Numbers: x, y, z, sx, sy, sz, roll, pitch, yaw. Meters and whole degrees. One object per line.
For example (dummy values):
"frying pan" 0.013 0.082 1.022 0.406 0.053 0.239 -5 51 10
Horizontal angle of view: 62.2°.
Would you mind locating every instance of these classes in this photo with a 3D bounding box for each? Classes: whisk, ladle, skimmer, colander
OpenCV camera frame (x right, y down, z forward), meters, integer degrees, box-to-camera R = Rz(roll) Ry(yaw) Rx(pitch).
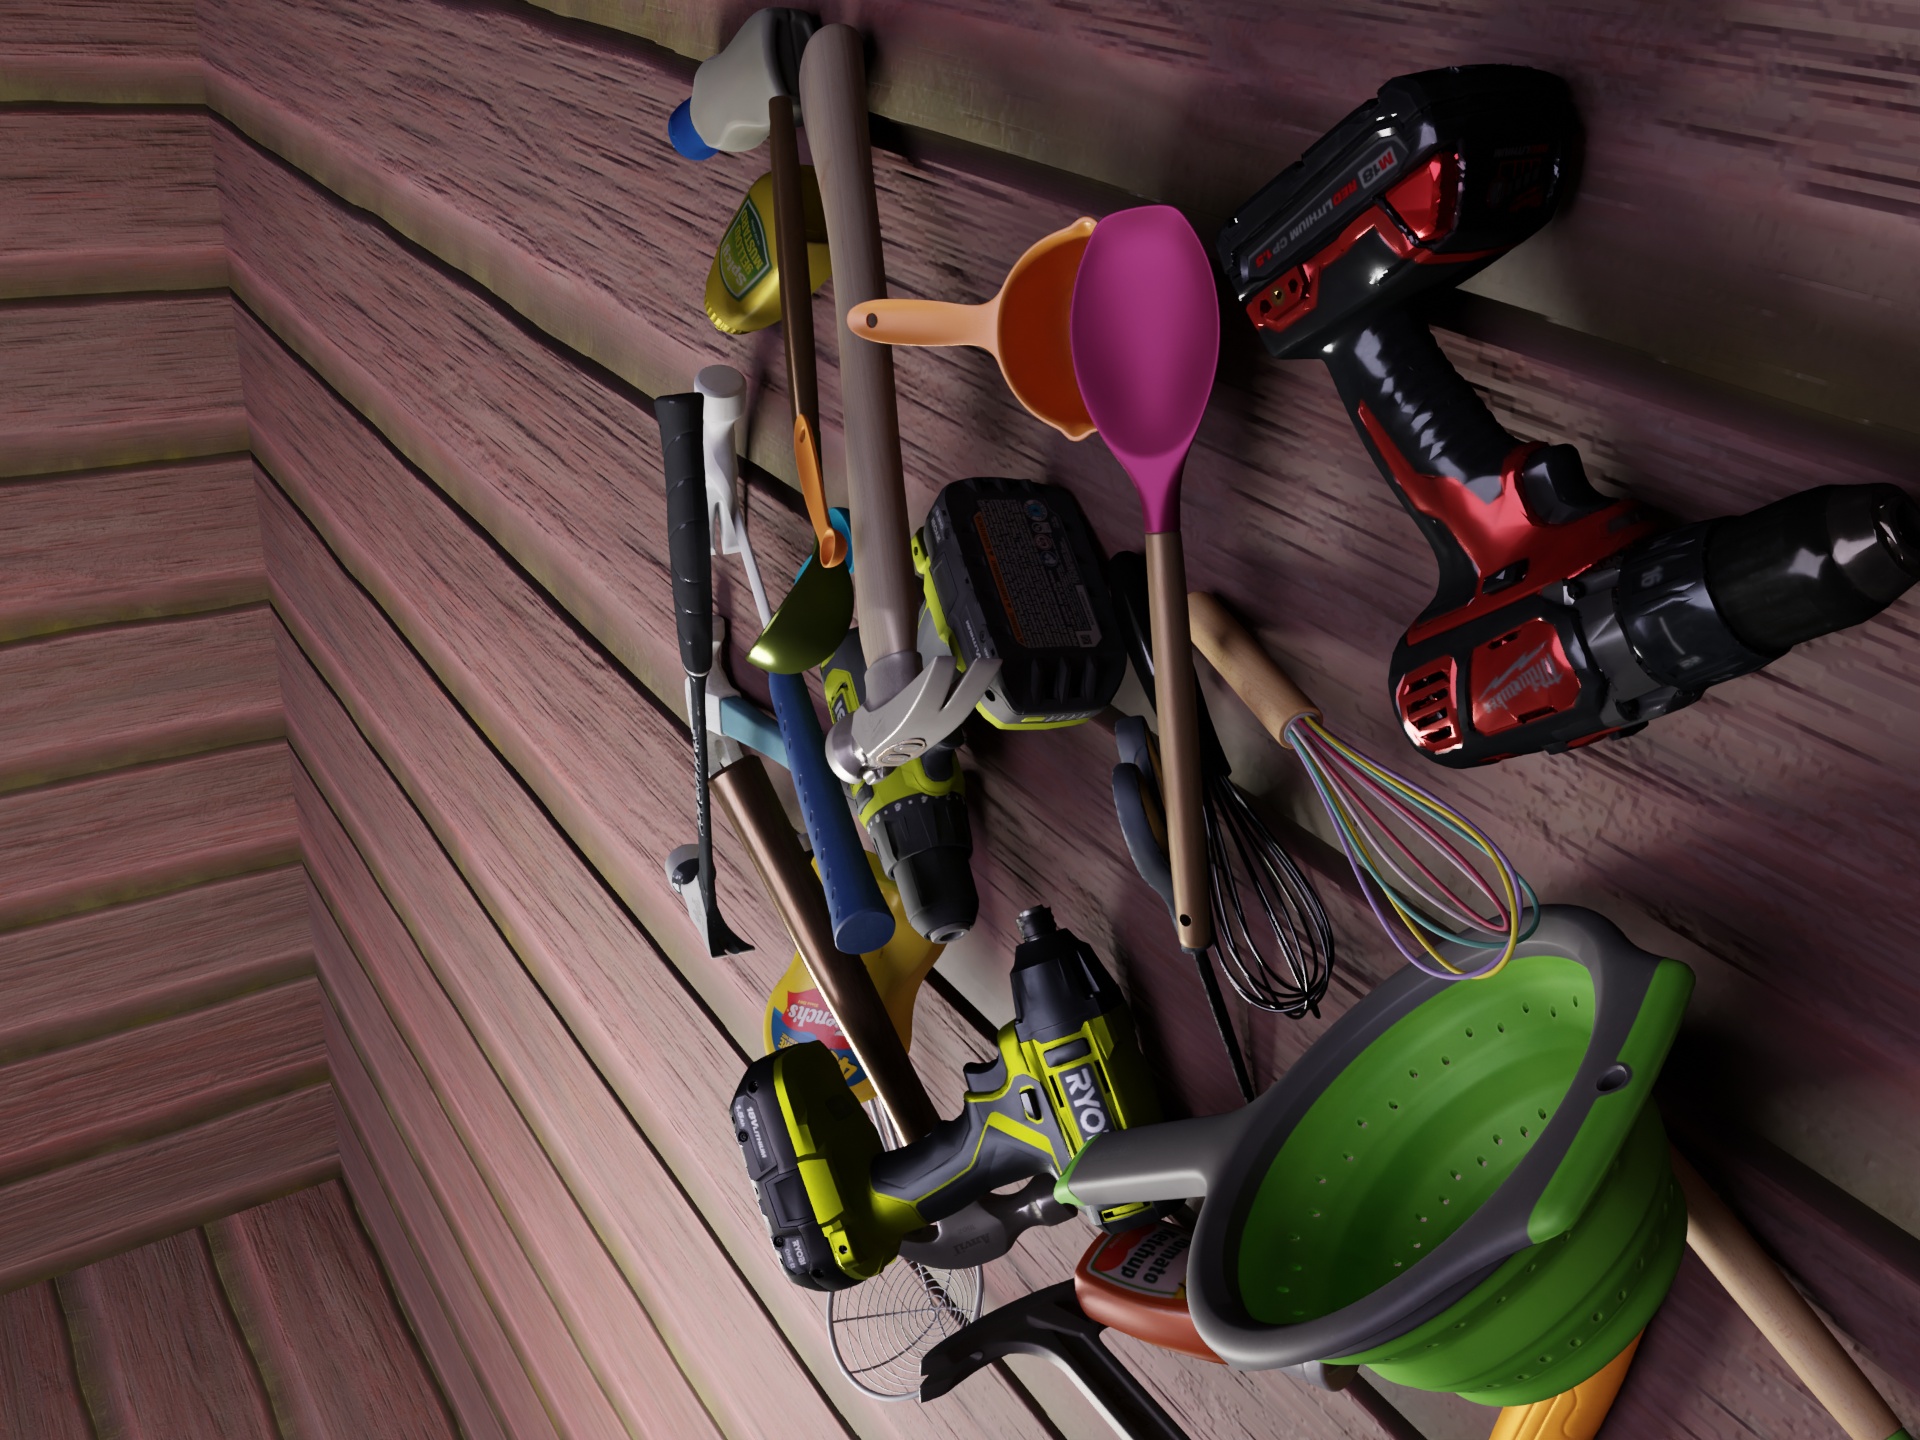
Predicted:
"whisk" 0.117 0.026 0.740 0.055 0.055 0.239 -44 60 54
"ladle" -0.100 -0.186 0.881 0.078 0.062 0.320 171 95 -82
"skimmer" -0.072 0.257 1.049 0.127 0.090 0.363 -14 94 32
"whisk" 0.153 0.013 0.649 0.245 0.051 0.047 -122 10 -48
"colander" 0.153 0.195 0.637 0.094 0.204 0.397 44 152 -4

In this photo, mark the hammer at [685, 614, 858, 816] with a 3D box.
"hammer" -0.102 0.026 1.078 0.331 0.033 0.128 25 122 50

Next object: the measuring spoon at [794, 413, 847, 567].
"measuring spoon" -0.071 -0.119 0.812 0.117 0.011 0.021 -106 34 -42

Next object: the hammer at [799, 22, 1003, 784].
"hammer" -0.044 -0.183 0.808 0.146 0.038 0.411 141 126 -60

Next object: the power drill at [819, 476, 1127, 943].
"power drill" -0.001 -0.003 0.857 0.228 0.080 0.191 -53 47 52

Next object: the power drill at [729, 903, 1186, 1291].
"power drill" -0.005 0.211 0.873 0.223 0.080 0.171 -23 83 18

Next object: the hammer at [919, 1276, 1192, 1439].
"hammer" 0.129 0.388 0.735 0.359 0.149 0.036 34 131 51

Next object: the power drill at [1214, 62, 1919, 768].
"power drill" 0.197 -0.105 0.538 0.188 0.080 0.227 -29 81 57

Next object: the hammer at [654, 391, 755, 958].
"hammer" -0.178 -0.023 1.071 0.149 0.036 0.408 -129 35 -54

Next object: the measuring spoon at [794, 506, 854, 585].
"measuring spoon" -0.081 -0.102 1.020 0.128 0.021 0.042 -35 73 65

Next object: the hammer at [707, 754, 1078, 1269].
"hammer" -0.063 0.174 0.950 0.130 0.031 0.331 -28 89 13

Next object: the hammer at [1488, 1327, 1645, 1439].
"hammer" 0.236 0.357 0.689 0.127 0.034 0.336 41 134 43

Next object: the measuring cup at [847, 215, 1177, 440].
"measuring cup" 0.030 -0.182 0.734 0.174 0.052 0.095 12 109 32

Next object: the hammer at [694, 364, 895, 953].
"hammer" -0.110 -0.035 0.968 0.144 0.035 0.406 102 154 -49

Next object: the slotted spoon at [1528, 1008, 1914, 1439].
"slotted spoon" 0.300 0.222 0.548 0.314 0.031 0.070 56 142 32

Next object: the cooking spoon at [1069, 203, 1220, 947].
"cooking spoon" 0.089 -0.056 0.684 0.069 0.017 0.319 1 102 32
